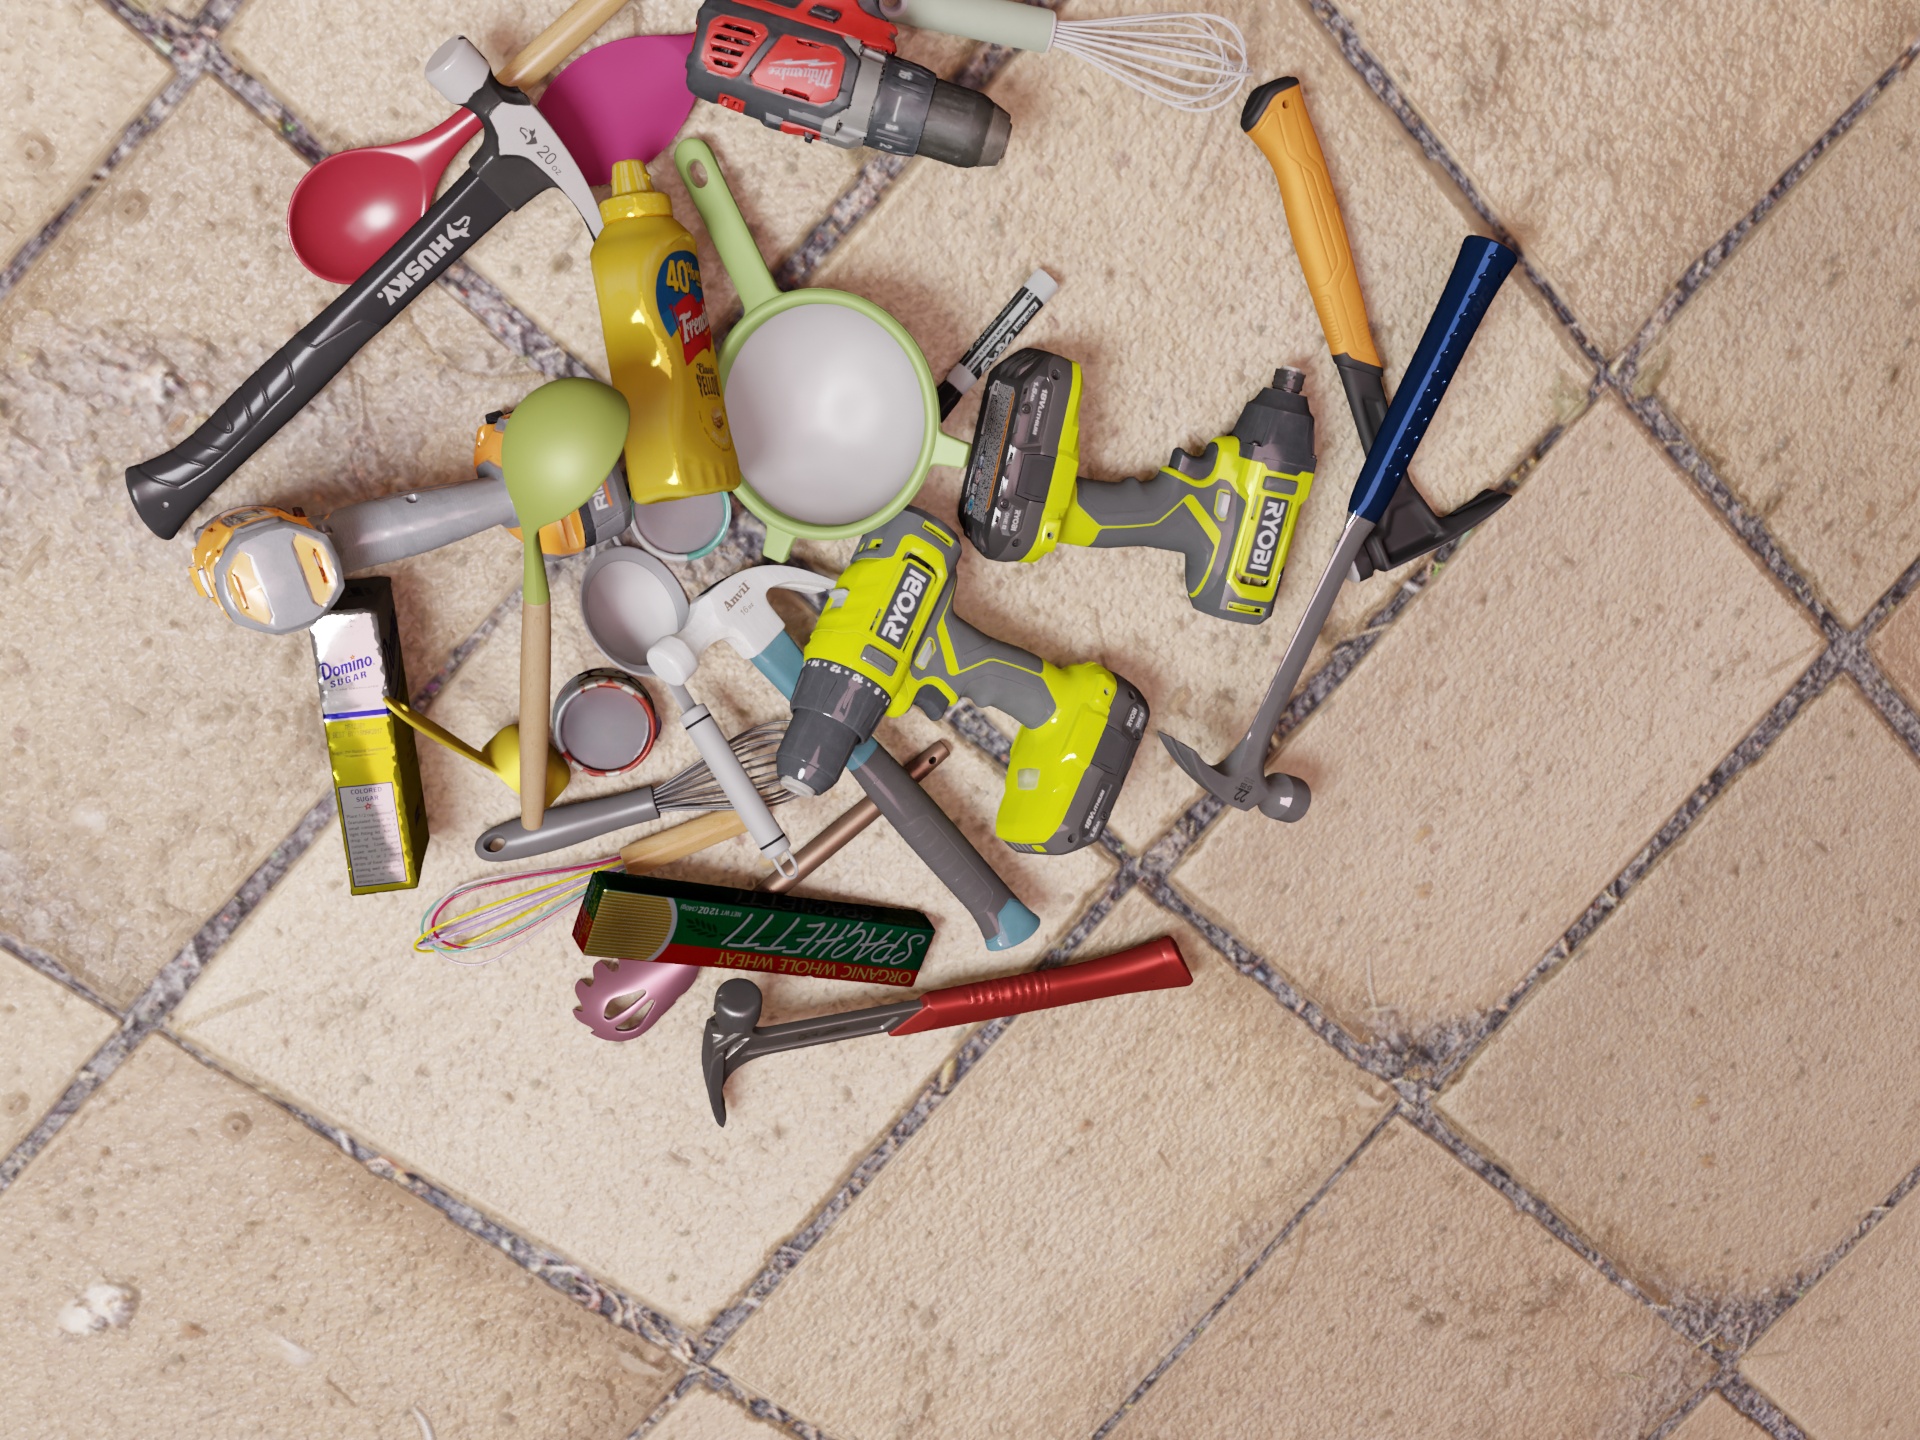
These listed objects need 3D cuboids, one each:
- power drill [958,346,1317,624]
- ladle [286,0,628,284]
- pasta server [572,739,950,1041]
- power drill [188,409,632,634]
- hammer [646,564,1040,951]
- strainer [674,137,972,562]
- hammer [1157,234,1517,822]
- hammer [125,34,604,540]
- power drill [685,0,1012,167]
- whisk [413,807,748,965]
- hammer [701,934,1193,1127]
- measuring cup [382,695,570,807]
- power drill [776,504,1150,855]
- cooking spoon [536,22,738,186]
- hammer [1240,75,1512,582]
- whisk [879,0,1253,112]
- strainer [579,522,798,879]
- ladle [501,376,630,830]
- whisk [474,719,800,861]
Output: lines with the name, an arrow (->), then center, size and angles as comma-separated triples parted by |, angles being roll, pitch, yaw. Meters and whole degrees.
power drill -> 0.124, -0.165, 1.047 | 0.223, 0.080, 0.171 | 8, 104, -20
ladle -> -0.254, -0.362, 0.900 | 0.315, 0.031, 0.069 | -38, 127, 6
pasta server -> -0.135, 0.116, 1.096 | 0.316, 0.040, 0.060 | -39, 112, -4
power drill -> -0.327, -0.117, 0.919 | 0.226, 0.185, 0.084 | -24, 112, -26
hammer -> -0.057, 0.034, 1.049 | 0.330, 0.033, 0.128 | 50, 58, -21
strainer -> -0.100, -0.237, 0.981 | 0.151, 0.069, 0.256 | -25, 94, 22
hammer -> 0.260, -0.127, 1.061 | 0.144, 0.035, 0.405 | 17, 101, -40
hammer -> -0.351, -0.223, 0.918 | 0.335, 0.035, 0.146 | -41, 134, 7
power drill -> -0.041, -0.435, 0.898 | 0.188, 0.080, 0.226 | 14, 99, -9
whisk -> -0.245, 0.103, 1.060 | 0.245, 0.051, 0.047 | -21, 131, -11
hammer -> -0.004, 0.209, 1.133 | 0.359, 0.037, 0.149 | -7, 140, -19
measuring cup -> -0.292, 0.009, 0.973 | 0.029, 0.062, 0.156 | -45, 150, 0
power drill -> -0.002, -0.003, 1.026 | 0.228, 0.080, 0.191 | 32, 72, -27
cooking spoon -> -0.116, -0.421, 0.938 | 0.319, 0.017, 0.068 | -35, 107, -1
hammer -> 0.268, -0.266, 1.071 | 0.127, 0.034, 0.336 | -26, 111, -4
whisk -> 0.062, -0.419, 0.969 | 0.246, 0.059, 0.057 | 7, 122, -11
strainer -> -0.175, -0.008, 1.009 | 0.050, 0.087, 0.258 | -29, 94, 40
ladle -> -0.225, -0.049, 0.891 | 0.062, 0.078, 0.320 | -3, 135, -19
whisk -> -0.204, 0.051, 1.049 | 0.239, 0.055, 0.055 | -16, 110, -4
